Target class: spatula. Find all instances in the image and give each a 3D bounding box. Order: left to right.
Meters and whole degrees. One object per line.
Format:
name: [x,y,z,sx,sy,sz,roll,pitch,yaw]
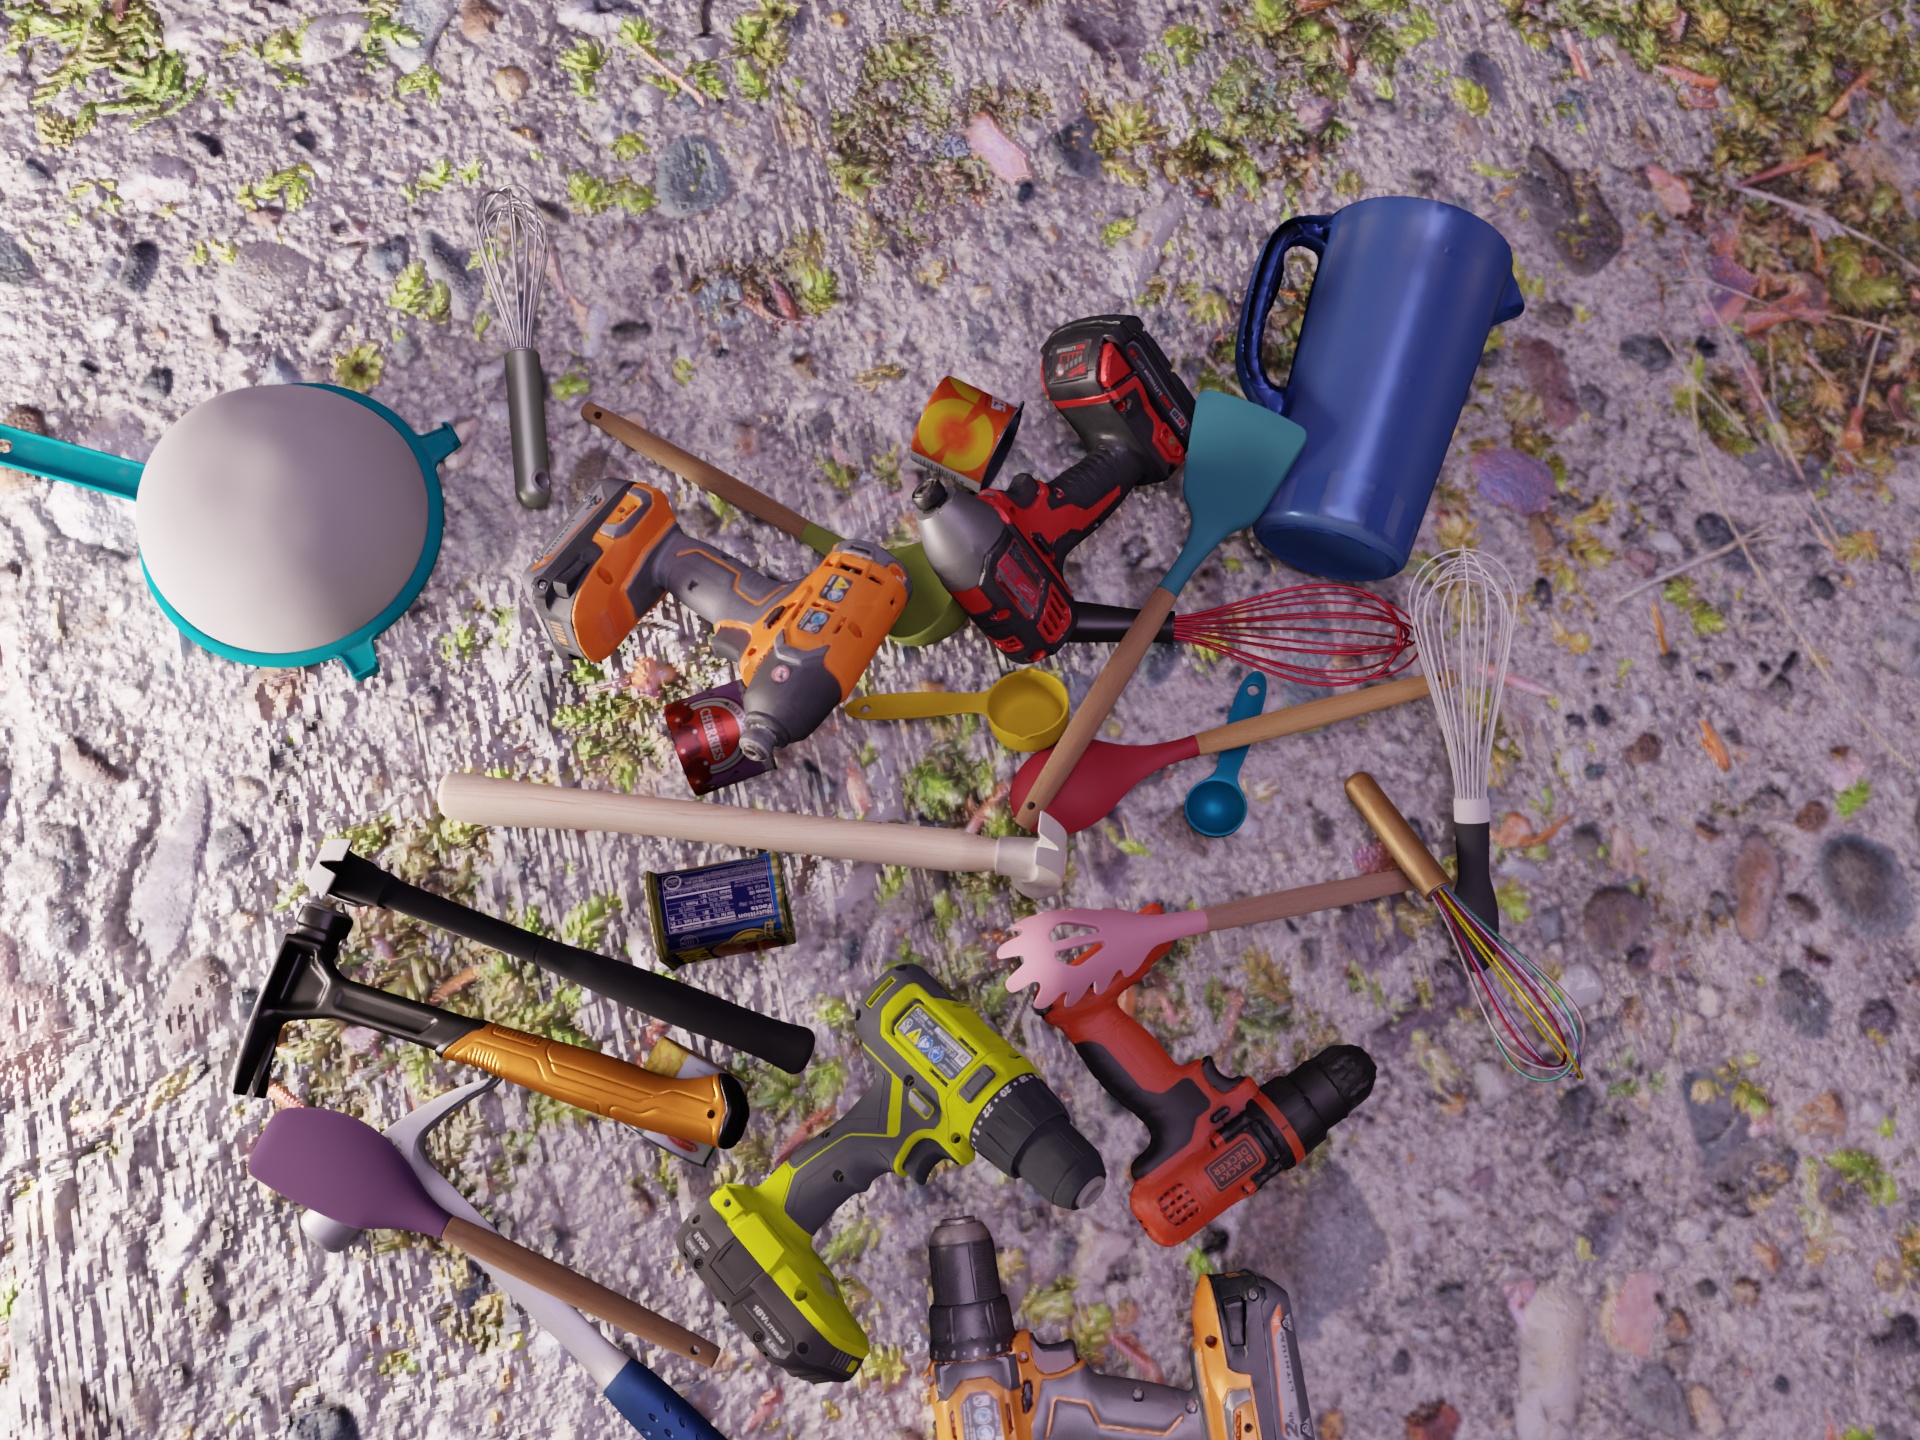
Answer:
spatula: [-0.290,0.319,0.973,0.316,0.018,0.060,25,78,5]
spatula: [0.120,-0.068,1.052,0.082,0.044,0.317,29,83,24]

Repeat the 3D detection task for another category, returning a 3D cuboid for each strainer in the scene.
strainer: [-0.530,-0.164,1.079,0.340,0.095,0.211,15,77,1]

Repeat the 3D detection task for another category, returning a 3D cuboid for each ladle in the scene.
ladle: [-0.132,-0.147,1.106,0.320,0.062,0.078,29,86,8]
ladle: [0.185,0.012,1.075,0.315,0.031,0.069,-15,62,-2]

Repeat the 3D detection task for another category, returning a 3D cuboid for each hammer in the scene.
hammer: [-0.290,0.212,0.986,0.337,0.034,0.127,12,73,16]
hammer: [-0.250,0.151,1.005,0.334,0.146,0.035,22,75,-4]
hammer: [-0.216,0.393,0.986,0.405,0.035,0.144,41,79,8]
hammer: [-0.136,0.067,1.022,0.410,0.146,0.038,6,77,5]

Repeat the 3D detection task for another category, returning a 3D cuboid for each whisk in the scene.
whisk: [-0.316,-0.269,1.138,0.059,0.057,0.246,-13,78,31]
whisk: [0.166,-0.063,1.093,0.296,0.073,0.073,4,77,6]
whisk: [0.320,0.129,1.023,0.051,0.047,0.245,-52,50,28]
whisk: [0.336,0.027,1.049,0.070,0.070,0.284,-4,96,-2]

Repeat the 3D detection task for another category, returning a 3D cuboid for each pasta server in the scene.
pasta server: [0.174,0.126,1.019,0.316,0.040,0.060,-8,67,-24]

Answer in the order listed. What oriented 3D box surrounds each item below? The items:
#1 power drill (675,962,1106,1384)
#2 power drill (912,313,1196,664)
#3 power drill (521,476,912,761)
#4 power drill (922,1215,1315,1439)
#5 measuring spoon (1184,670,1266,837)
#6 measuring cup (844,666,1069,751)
power drill: [-0.041,0.285,0.969,0.228,0.080,0.191,-46,57,-9]
power drill: [0.060,-0.161,1.058,0.143,0.079,0.220,48,65,-30]
power drill: [-0.165,-0.064,1.029,0.226,0.084,0.164,18,57,18]
power drill: [0.089,0.389,0.975,0.226,0.084,0.185,-9,75,1]
measuring spoon: [0.188,0.025,1.095,0.042,0.021,0.129,16,67,15]
measuring cup: [-0.002,-0.003,1.091,0.156,0.029,0.062,-1,53,12]
